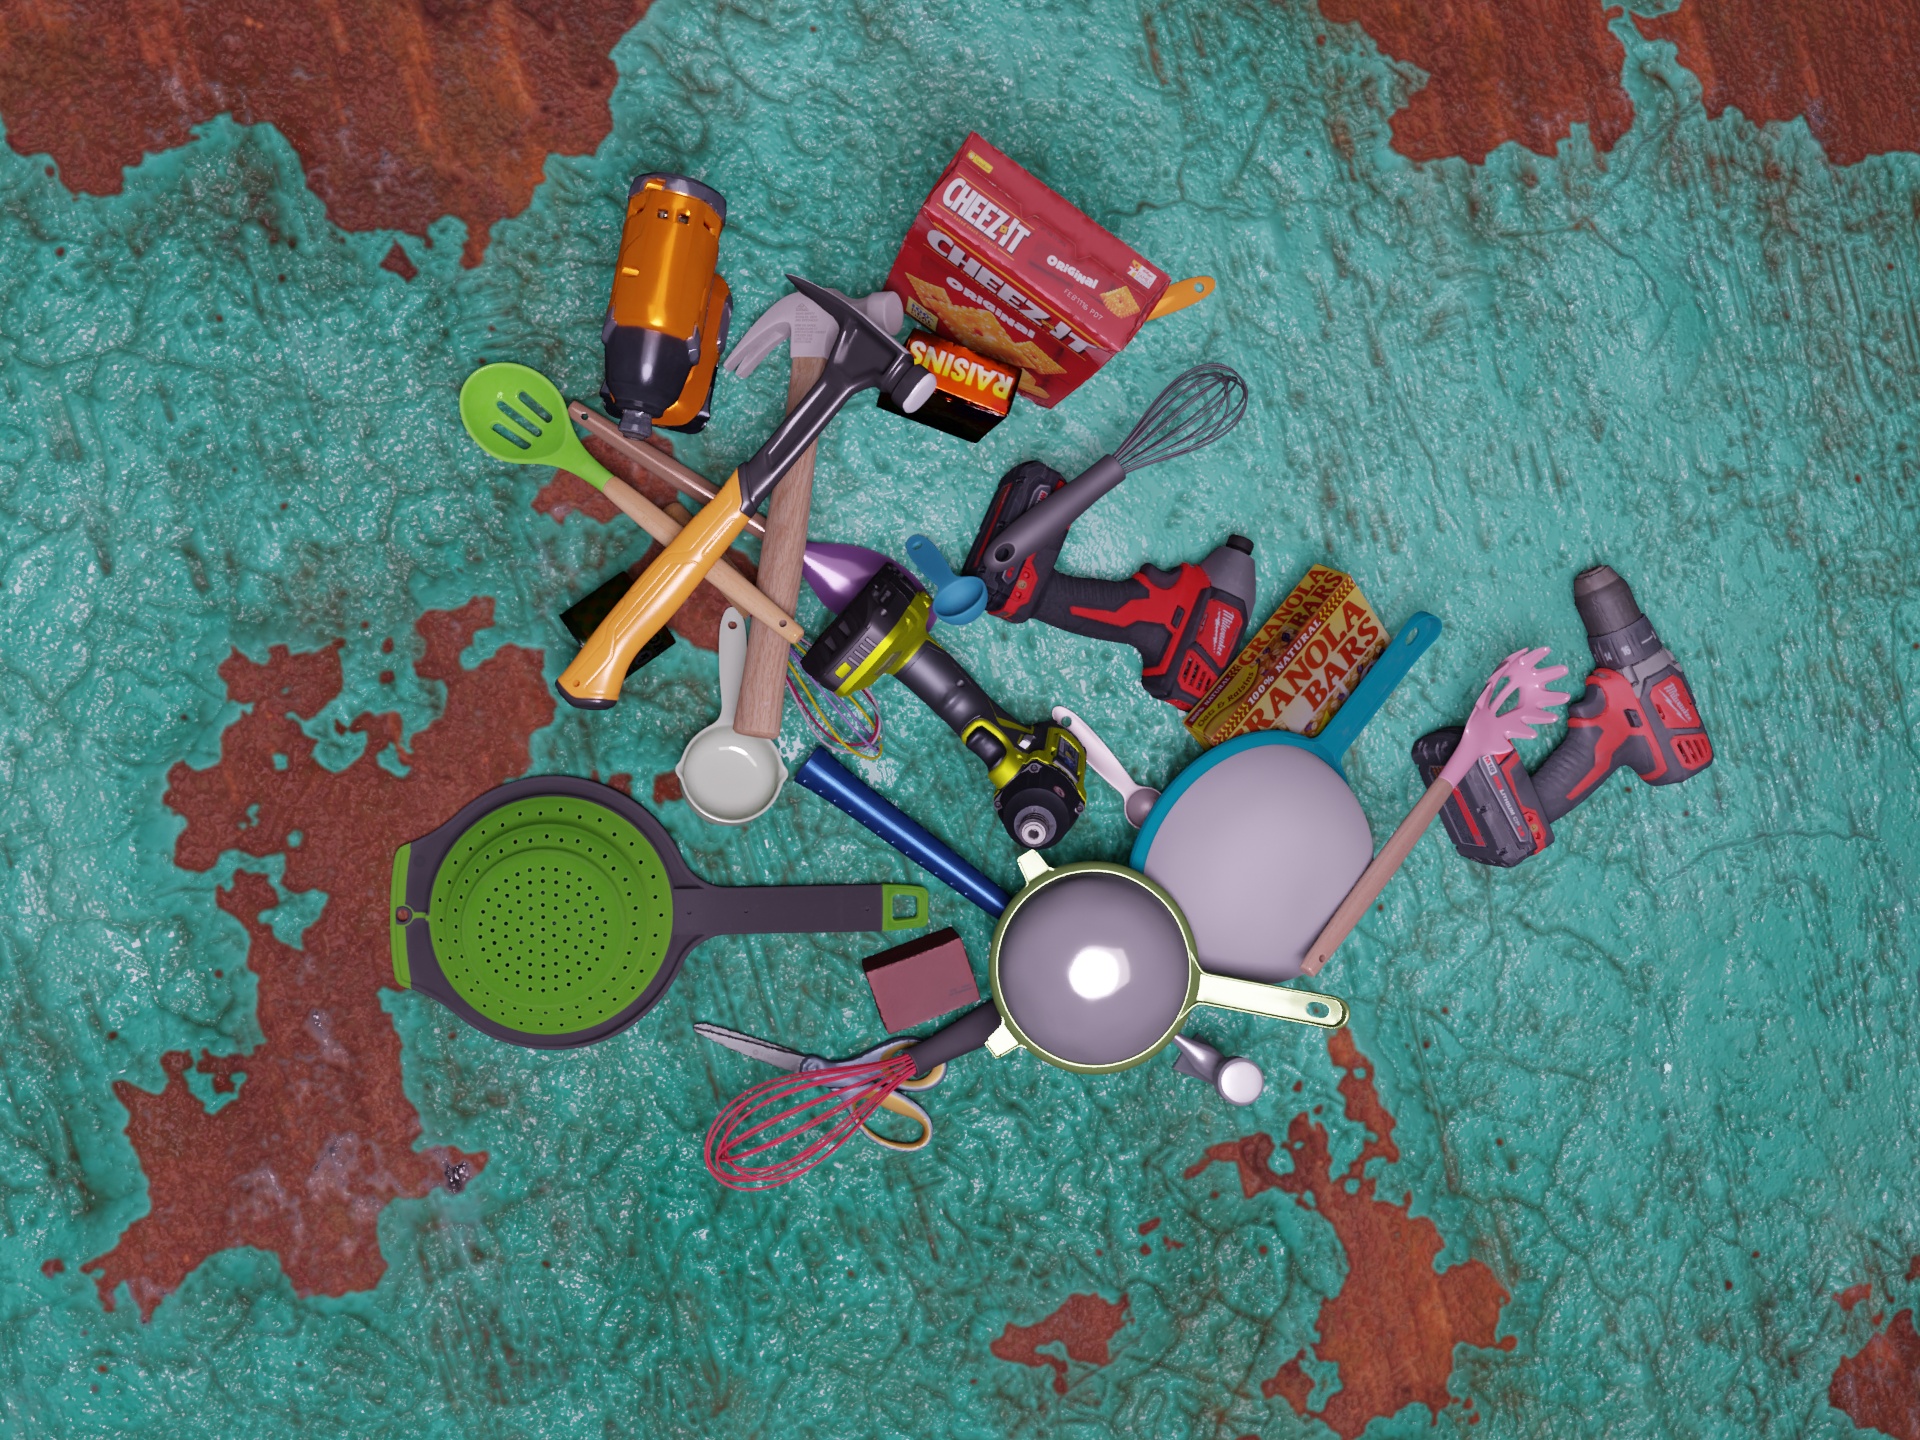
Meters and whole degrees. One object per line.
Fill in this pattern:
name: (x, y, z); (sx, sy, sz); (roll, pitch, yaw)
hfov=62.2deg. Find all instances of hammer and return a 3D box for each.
hammer: (-0.127, -0.152, 1.156); (0.130, 0.031, 0.331); (6, 84, 24)
hammer: (0.046, 0.154, 1.202); (0.405, 0.144, 0.035); (37, 83, 1)
hammer: (-0.170, -0.146, 1.101); (0.127, 0.034, 0.337); (41, 94, 10)

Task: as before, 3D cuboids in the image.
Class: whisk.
whisk: (-0.054, 0.264, 1.185); (0.296, 0.073, 0.073); (-23, 95, -23)
whisk: (0.114, -0.181, 1.159); (0.239, 0.055, 0.055); (-37, 96, -6)
whisk: (-0.140, -0.066, 1.189); (0.245, 0.051, 0.047); (49, 57, -2)

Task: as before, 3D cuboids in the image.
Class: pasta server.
pasta server: (0.348, 0.066, 1.175); (0.060, 0.040, 0.316); (45, 71, -11)

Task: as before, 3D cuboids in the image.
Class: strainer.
strainer: (0.144, 0.182, 1.103); (0.256, 0.069, 0.151); (10, 84, 7)
strainer: (0.274, 0.070, 1.188); (0.210, 0.095, 0.340); (35, 93, -34)

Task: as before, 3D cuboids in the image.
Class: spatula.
spatula: (-0.156, -0.151, 1.201); (0.315, 0.018, 0.060); (31, 90, -9)

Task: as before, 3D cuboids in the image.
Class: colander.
colander: (-0.215, 0.144, 1.156); (0.397, 0.094, 0.204); (0, 91, -9)

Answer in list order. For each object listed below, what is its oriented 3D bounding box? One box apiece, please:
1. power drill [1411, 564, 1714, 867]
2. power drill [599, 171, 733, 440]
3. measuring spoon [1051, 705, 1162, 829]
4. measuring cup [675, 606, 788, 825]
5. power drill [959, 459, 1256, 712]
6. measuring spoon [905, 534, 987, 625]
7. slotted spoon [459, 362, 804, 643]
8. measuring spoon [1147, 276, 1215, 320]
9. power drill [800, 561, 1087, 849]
power drill: (0.482, -0.003, 1.282); (0.226, 0.080, 0.188); (-27, 95, -11)
power drill: (-0.205, -0.260, 1.086); (0.084, 0.226, 0.164); (11, 89, -9)
measuring spoon: (0.115, 0.036, 1.254); (0.034, 0.018, 0.124); (-42, 90, -6)
measuring cup: (-0.174, -0.002, 1.197); (0.083, 0.038, 0.168); (2, 73, -15)
power drill: (0.122, -0.109, 1.221); (0.219, 0.078, 0.143); (24, 87, -12)
measuring spoon: (-0.012, -0.104, 1.183); (0.042, 0.129, 0.021); (-34, 127, -1)
slotted spoon: (-0.235, -0.152, 1.143); (0.314, 0.031, 0.070); (38, 85, 10)
measuring spoon: (0.150, -0.326, 1.253); (0.117, 0.011, 0.021); (-23, 94, -8)
power drill: (-0.002, -0.004, 1.149); (0.223, 0.171, 0.080); (42, 107, -7)
